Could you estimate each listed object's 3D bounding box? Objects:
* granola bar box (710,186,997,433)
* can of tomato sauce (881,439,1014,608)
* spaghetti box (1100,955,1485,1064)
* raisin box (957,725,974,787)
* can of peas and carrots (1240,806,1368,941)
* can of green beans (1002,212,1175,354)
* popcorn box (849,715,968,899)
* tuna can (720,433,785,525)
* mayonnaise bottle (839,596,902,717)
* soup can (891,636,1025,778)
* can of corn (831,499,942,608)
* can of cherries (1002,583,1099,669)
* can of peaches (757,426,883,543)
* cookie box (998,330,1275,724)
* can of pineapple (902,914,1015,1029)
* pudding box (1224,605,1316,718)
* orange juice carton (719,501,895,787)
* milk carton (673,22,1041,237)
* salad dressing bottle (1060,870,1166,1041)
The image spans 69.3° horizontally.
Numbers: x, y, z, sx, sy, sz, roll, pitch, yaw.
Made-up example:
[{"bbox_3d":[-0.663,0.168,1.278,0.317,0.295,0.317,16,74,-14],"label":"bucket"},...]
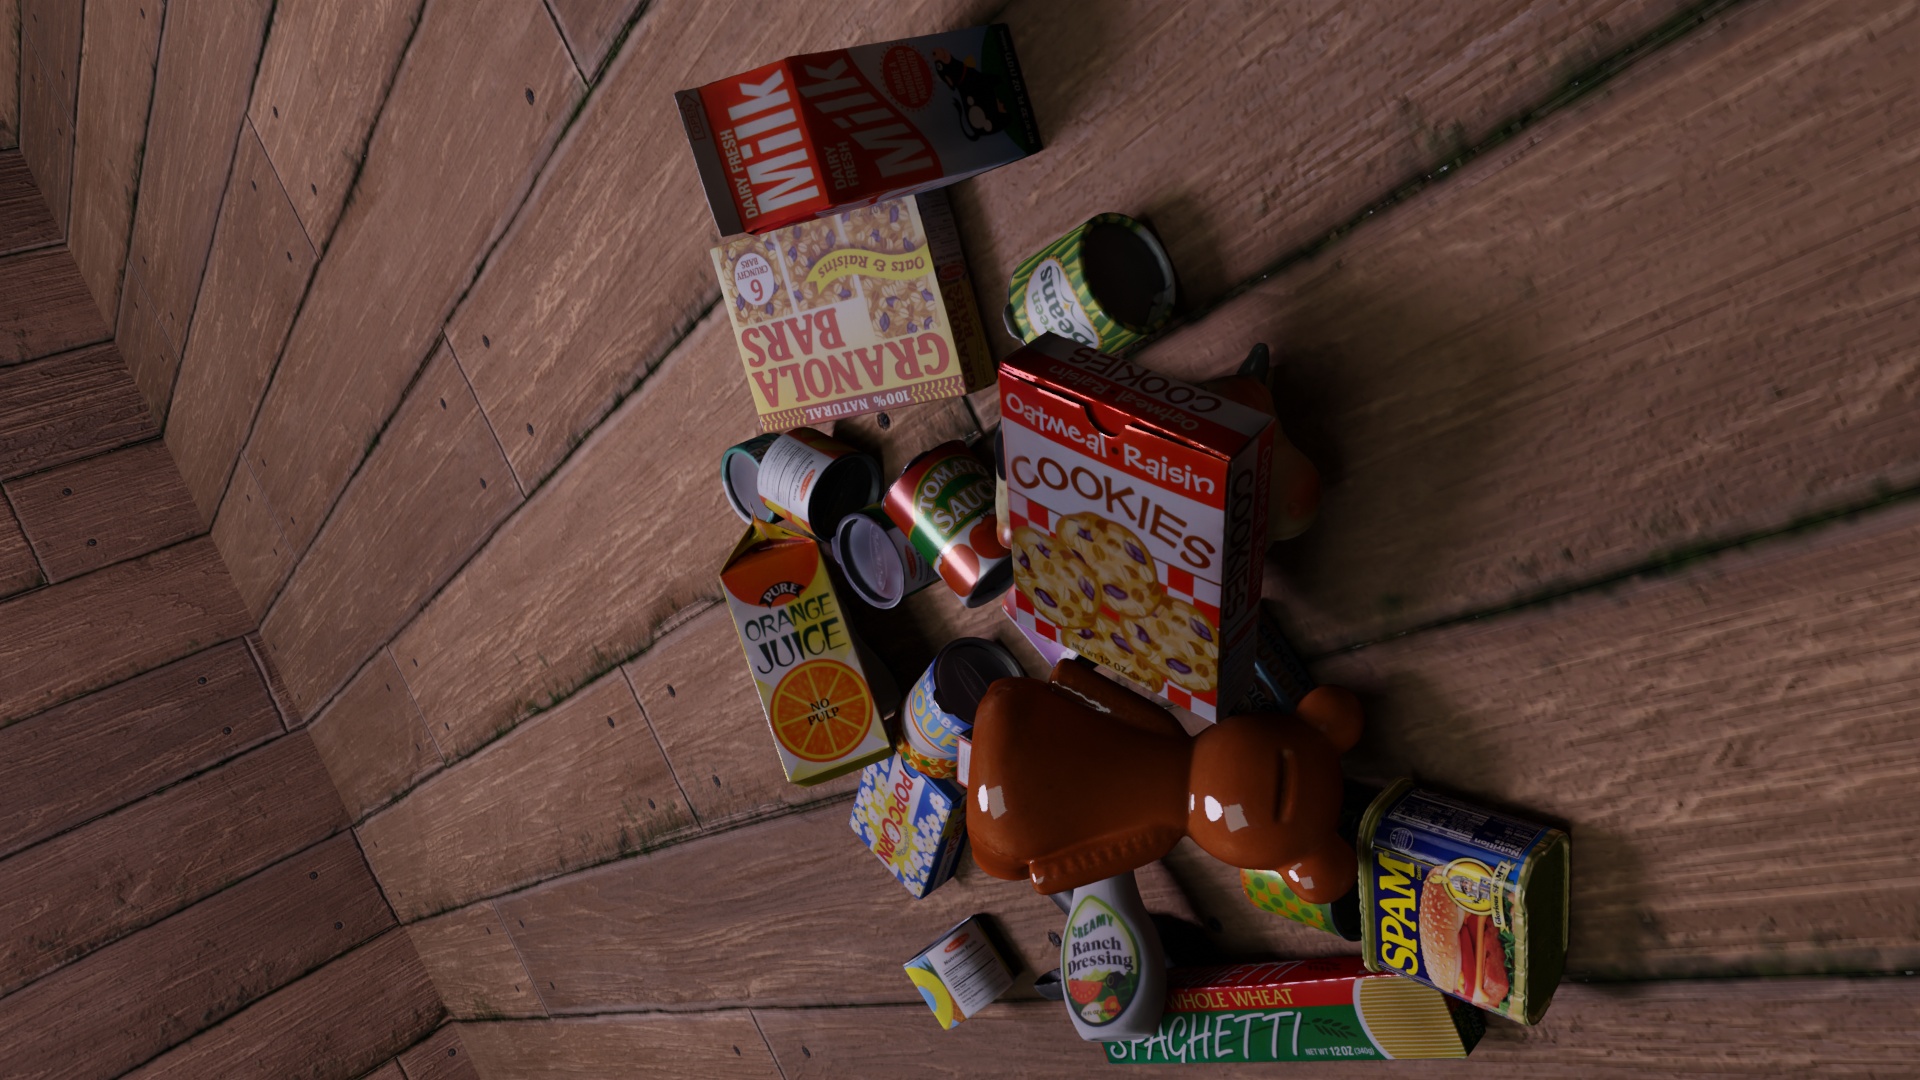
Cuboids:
[{"bbox_3d":[-0.067,-0.140,0.853,0.165,0.039,0.124,-7,104,37],"label":"granola bar box"},{"bbox_3d":[0.003,-0.011,0.850,0.083,0.071,0.070,50,140,17],"label":"can of tomato sauce"},{"bbox_3d":[0.177,0.274,0.808,0.249,0.029,0.050,-21,90,42],"label":"spaghetti box"},{"bbox_3d":[0.071,0.141,0.842,0.123,0.086,0.040,26,124,39],"label":"raisin box"},{"bbox_3d":[0.190,0.169,0.736,0.058,0.071,0.070,7,116,48],"label":"can of peas and carrots"},{"bbox_3d":[0.067,-0.126,0.711,0.057,0.071,0.071,-23,93,52],"label":"can of green beans"},{"bbox_3d":[-0.034,0.197,1.035,0.085,0.038,0.126,42,138,27],"label":"popcorn box"},{"bbox_3d":[-0.145,-0.045,1.030,0.071,0.033,0.070,27,130,38],"label":"tuna can"},{"bbox_3d":[-0.104,0.072,1.028,0.148,0.065,0.041,59,155,14],"label":"mayonnaise bottle"},{"bbox_3d":[-0.004,0.113,0.925,0.071,0.071,0.083,52,141,14],"label":"soup can"},{"bbox_3d":[-0.040,0.003,0.915,0.071,0.058,0.070,27,129,38],"label":"can of corn"},{"bbox_3d":[0.068,0.038,0.805,0.058,0.072,0.071,49,140,19],"label":"can of cherries"},{"bbox_3d":[-0.095,-0.038,0.952,0.058,0.071,0.071,27,129,38],"label":"can of peaches"},{"bbox_3d":[0.081,-0.004,0.656,0.123,0.040,0.166,26,141,31],"label":"cookie box"},{"bbox_3d":[-0.001,0.325,1.046,0.058,0.071,0.070,55,141,11],"label":"can of pineapple"},{"bbox_3d":[0.161,0.080,0.749,0.084,0.030,0.049,58,141,7],"label":"pudding box"},{"bbox_3d":[-0.112,0.069,0.966,0.071,0.073,0.193,87,162,-77],"label":"orange juice carton"},{"bbox_3d":[-0.056,-0.207,0.705,0.073,0.191,0.072,-4,107,50],"label":"milk carton"},{"bbox_3d":[0.090,0.227,0.850,0.064,0.044,0.148,-20,60,30],"label":"salad dressing bottle"}]
